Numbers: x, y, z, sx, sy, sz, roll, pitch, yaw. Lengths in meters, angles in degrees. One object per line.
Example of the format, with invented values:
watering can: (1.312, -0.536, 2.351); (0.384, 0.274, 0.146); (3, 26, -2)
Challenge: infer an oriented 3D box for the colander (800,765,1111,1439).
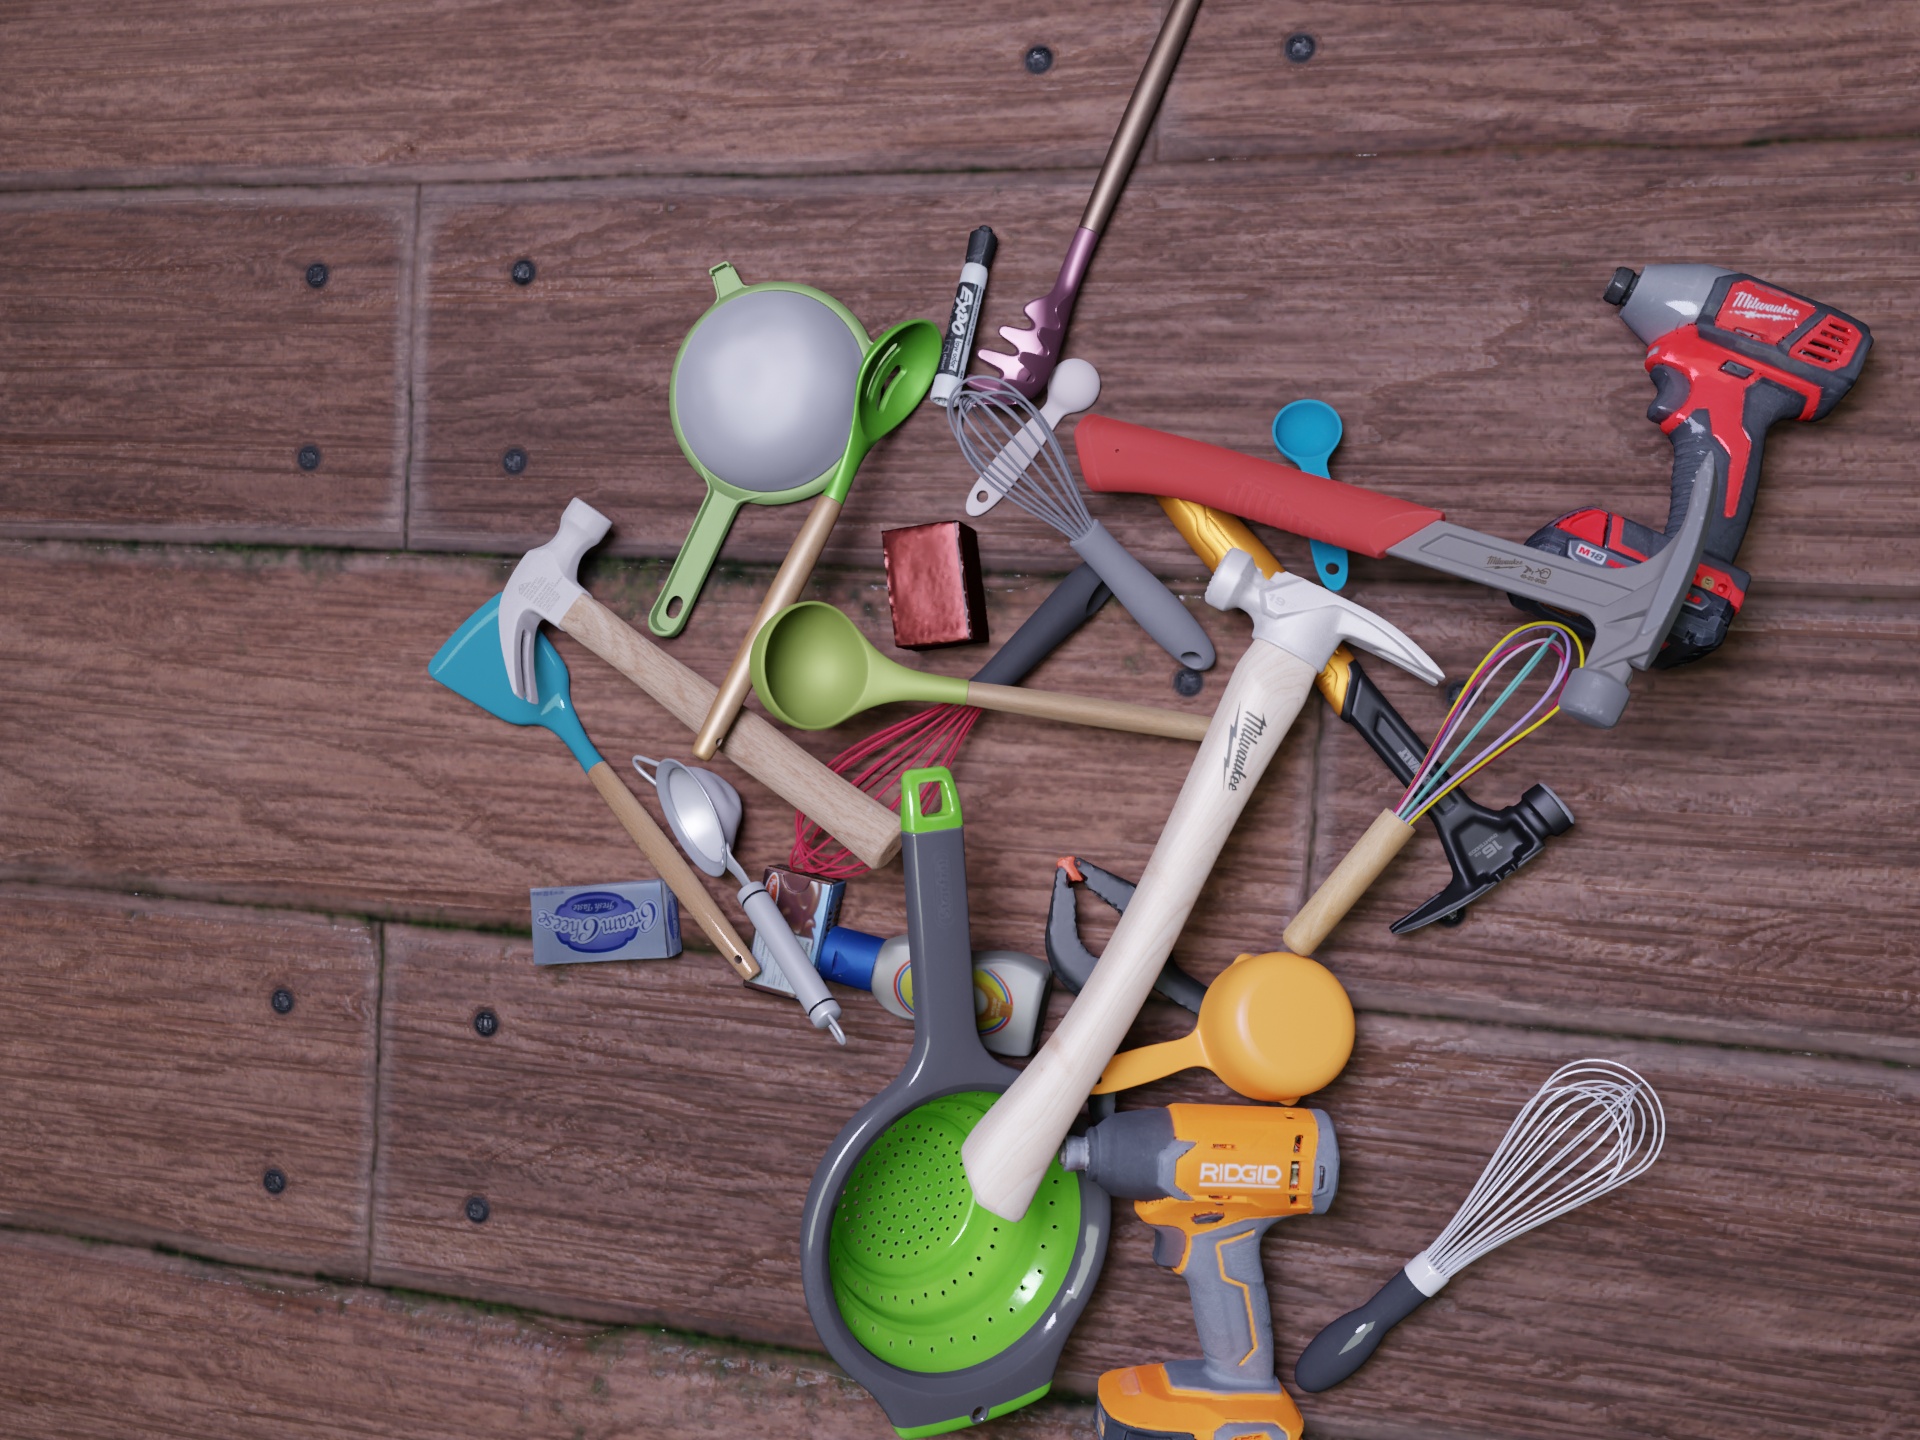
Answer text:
colander: (-0.022, 0.224, 0.979); (0.204, 0.094, 0.397); (-6, 95, -26)

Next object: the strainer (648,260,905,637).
strainer: (-0.155, -0.173, 1.050); (0.151, 0.069, 0.256); (27, 95, 12)

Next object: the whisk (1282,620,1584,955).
whisk: (0.274, 0.043, 0.927); (0.047, 0.051, 0.245); (38, 100, 5)

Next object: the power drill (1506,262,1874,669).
power drill: (0.403, -0.153, 0.900); (0.143, 0.078, 0.220); (26, 84, 10)

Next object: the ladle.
ladle: (0.031, -0.014, 0.967); (0.320, 0.062, 0.078); (9, 84, -1)

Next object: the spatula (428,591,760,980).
spatula: (-0.238, 0.052, 1.075); (0.082, 0.044, 0.318); (-43, 74, 7)

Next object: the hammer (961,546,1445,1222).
hammer: (0.127, 0.108, 0.932); (0.146, 0.038, 0.410); (28, 87, 10)

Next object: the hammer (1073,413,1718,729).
hammer: (0.223, -0.123, 0.897); (0.359, 0.036, 0.149); (24, 88, 31)

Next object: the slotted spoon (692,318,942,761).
slotted spoon: (-0.094, -0.117, 1.000); (0.031, 0.070, 0.314); (21, 80, 26)

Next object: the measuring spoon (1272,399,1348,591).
measuring spoon: (0.218, -0.135, 0.970); (0.042, 0.021, 0.129); (-8, 71, 7)

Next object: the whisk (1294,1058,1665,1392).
whisk: (0.303, 0.311, 0.950); (0.070, 0.070, 0.284); (44, 105, 10)

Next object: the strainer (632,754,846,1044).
strainer: (-0.136, 0.107, 1.027); (0.050, 0.086, 0.259); (-20, 55, -26)

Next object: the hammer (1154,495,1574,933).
hammer: (0.217, -0.032, 0.979); (0.127, 0.034, 0.337); (-39, 81, 10)

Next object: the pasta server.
pasta server: (0.086, -0.338, 1.008); (0.040, 0.060, 0.316); (22, 94, -29)

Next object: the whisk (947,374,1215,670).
whisk: (0.079, -0.115, 0.967); (0.055, 0.055, 0.238); (-42, 108, 10)

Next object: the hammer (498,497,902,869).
hammer: (-0.170, -0.009, 1.019); (0.331, 0.031, 0.130); (35, 88, 20)

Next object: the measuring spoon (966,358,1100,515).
measuring spoon: (0.043, -0.182, 1.028); (0.034, 0.018, 0.124); (41, 100, 10)

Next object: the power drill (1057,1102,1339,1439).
power drill: (0.134, 0.341, 0.955); (0.164, 0.084, 0.226); (4, 94, -4)

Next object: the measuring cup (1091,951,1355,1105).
measuring cup: (0.153, 0.192, 0.947); (0.173, 0.052, 0.095); (-13, 76, -15)

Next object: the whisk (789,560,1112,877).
whisk: (-0.002, -0.003, 1.021); (0.296, 0.073, 0.073); (-44, 81, 5)
